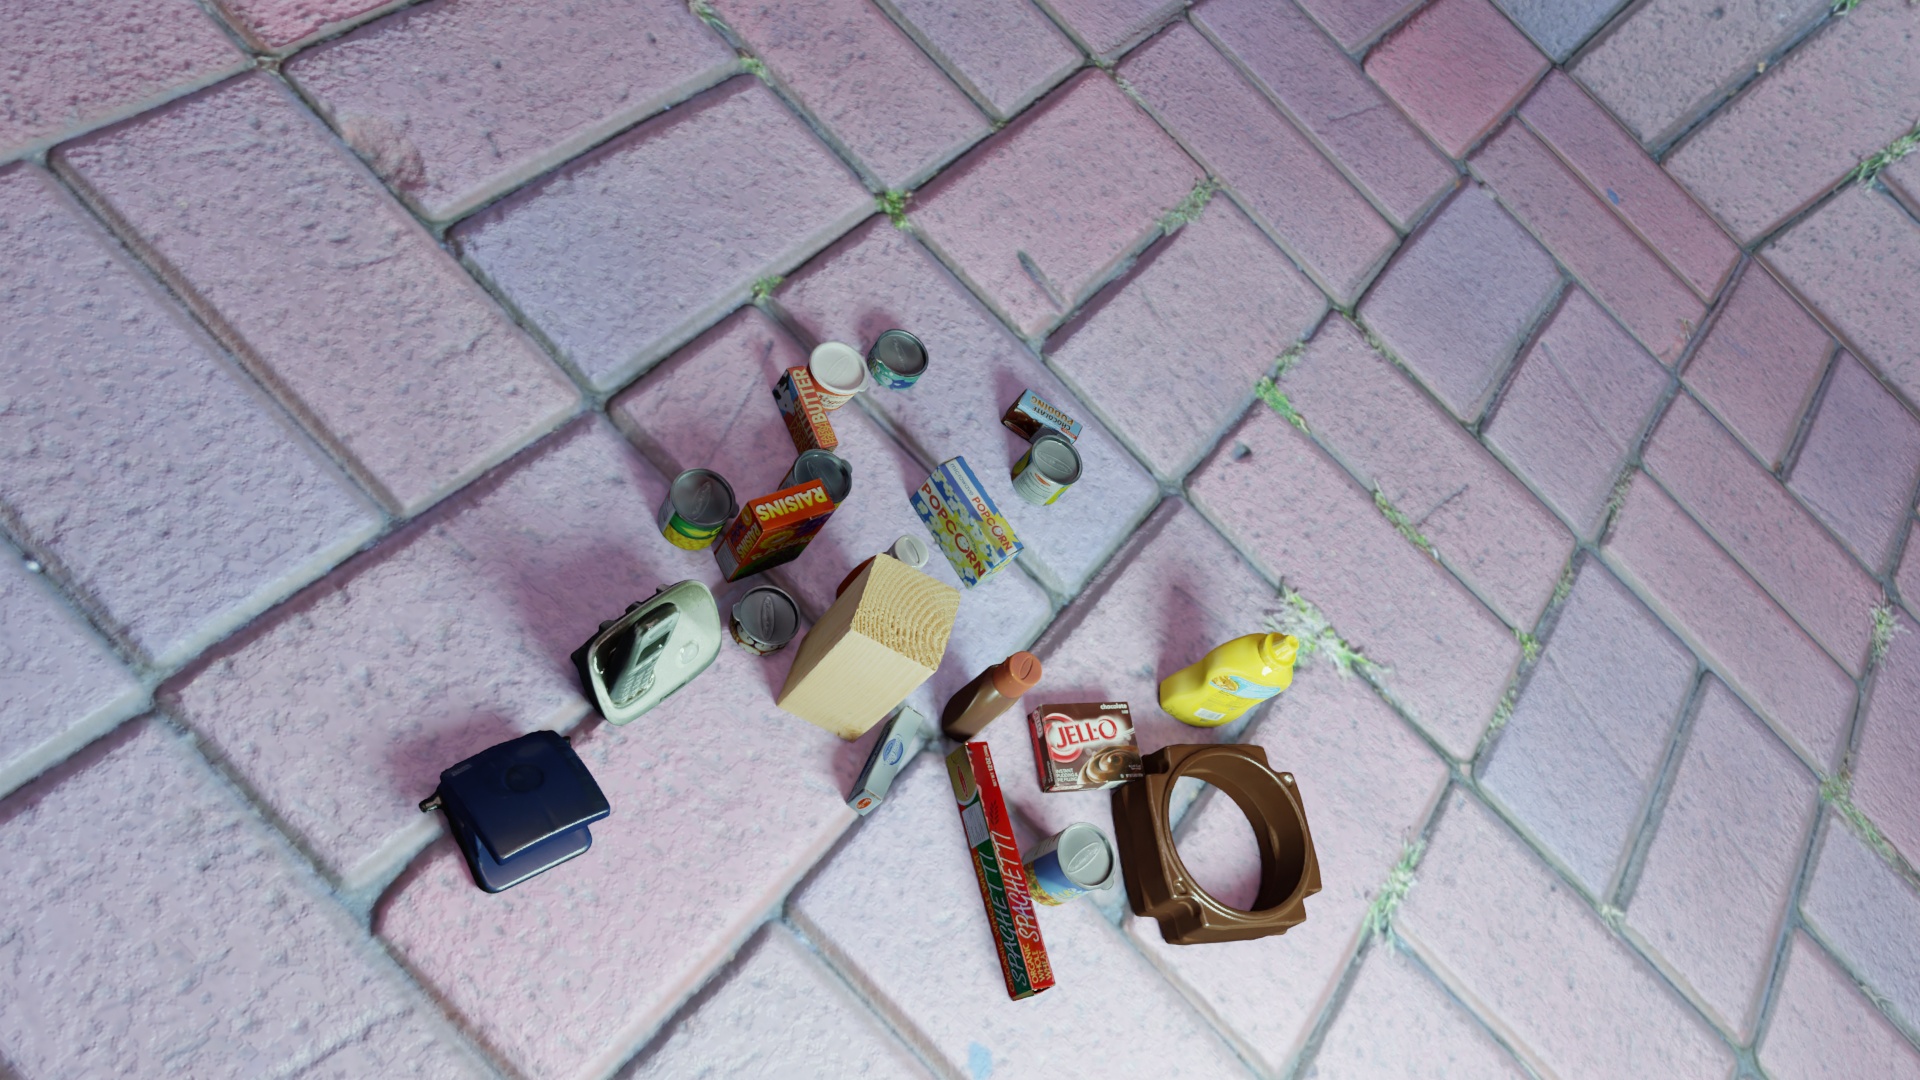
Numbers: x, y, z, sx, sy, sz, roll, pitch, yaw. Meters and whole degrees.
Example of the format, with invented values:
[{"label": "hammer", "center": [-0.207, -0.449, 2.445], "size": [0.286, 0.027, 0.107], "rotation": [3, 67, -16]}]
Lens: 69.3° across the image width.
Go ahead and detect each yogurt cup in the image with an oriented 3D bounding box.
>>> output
[{"label": "yogurt cup", "center": [-0.144, -0.181, 1.551], "size": [0.072, 0.053, 0.073], "rotation": [12, 59, -21]}]

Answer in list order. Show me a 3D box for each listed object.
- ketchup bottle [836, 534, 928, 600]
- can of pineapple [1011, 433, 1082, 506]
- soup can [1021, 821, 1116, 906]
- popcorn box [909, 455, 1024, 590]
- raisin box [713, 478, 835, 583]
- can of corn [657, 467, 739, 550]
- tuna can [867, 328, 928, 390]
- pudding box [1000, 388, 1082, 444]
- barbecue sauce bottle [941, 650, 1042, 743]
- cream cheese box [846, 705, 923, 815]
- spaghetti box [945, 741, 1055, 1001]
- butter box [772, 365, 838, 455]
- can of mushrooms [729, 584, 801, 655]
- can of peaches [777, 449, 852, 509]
[{"label": "ketchup bottle", "center": [-0.078, 0.042, 1.405], "size": [0.044, 0.148, 0.065], "rotation": [-17, 73, -33]}, {"label": "can of pineapple", "center": [0.101, -0.082, 1.623], "size": [0.071, 0.057, 0.071], "rotation": [12, 59, -21]}, {"label": "soup can", "center": [0.108, 0.327, 1.388], "size": [0.071, 0.083, 0.071], "rotation": [12, 59, -21]}, {"label": "popcorn box", "center": [0.005, -0.019, 1.521], "size": [0.038, 0.085, 0.127], "rotation": [-27, 79, -35]}, {"label": "raisin box", "center": [-0.188, -0.009, 1.392], "size": [0.086, 0.122, 0.040], "rotation": [-19, 75, -34]}, {"label": "can of corn", "center": [-0.265, -0.030, 1.404], "size": [0.071, 0.058, 0.071], "rotation": [12, 59, -21]}, {"label": "tuna can", "center": [-0.075, -0.210, 1.616], "size": [0.071, 0.032, 0.071], "rotation": [12, 59, -21]}, {"label": "pudding box", "center": [0.097, -0.139, 1.656], "size": [0.083, 0.049, 0.030], "rotation": [33, 54, -8]}, {"label": "barbecue sauce bottle", "center": [0.032, 0.154, 1.402], "size": [0.043, 0.148, 0.065], "rotation": [34, 54, -7]}, {"label": "cream cheese box", "center": [-0.075, 0.217, 1.371], "size": [0.024, 0.053, 0.104], "rotation": [33, 54, -8]}, {"label": "spaghetti box", "center": [0.038, 0.325, 1.373], "size": [0.029, 0.050, 0.251], "rotation": [-4, 66, -29]}, {"label": "butter box", "center": [-0.169, -0.133, 1.513], "size": [0.024, 0.053, 0.103], "rotation": [-14, 72, -33]}, {"label": "can of mushrooms", "center": [-0.199, 0.080, 1.394], "size": [0.071, 0.033, 0.071], "rotation": [12, 59, -21]}, {"label": "can of peaches", "center": [-0.154, -0.056, 1.475], "size": [0.071, 0.057, 0.071], "rotation": [12, 59, -21]}]
